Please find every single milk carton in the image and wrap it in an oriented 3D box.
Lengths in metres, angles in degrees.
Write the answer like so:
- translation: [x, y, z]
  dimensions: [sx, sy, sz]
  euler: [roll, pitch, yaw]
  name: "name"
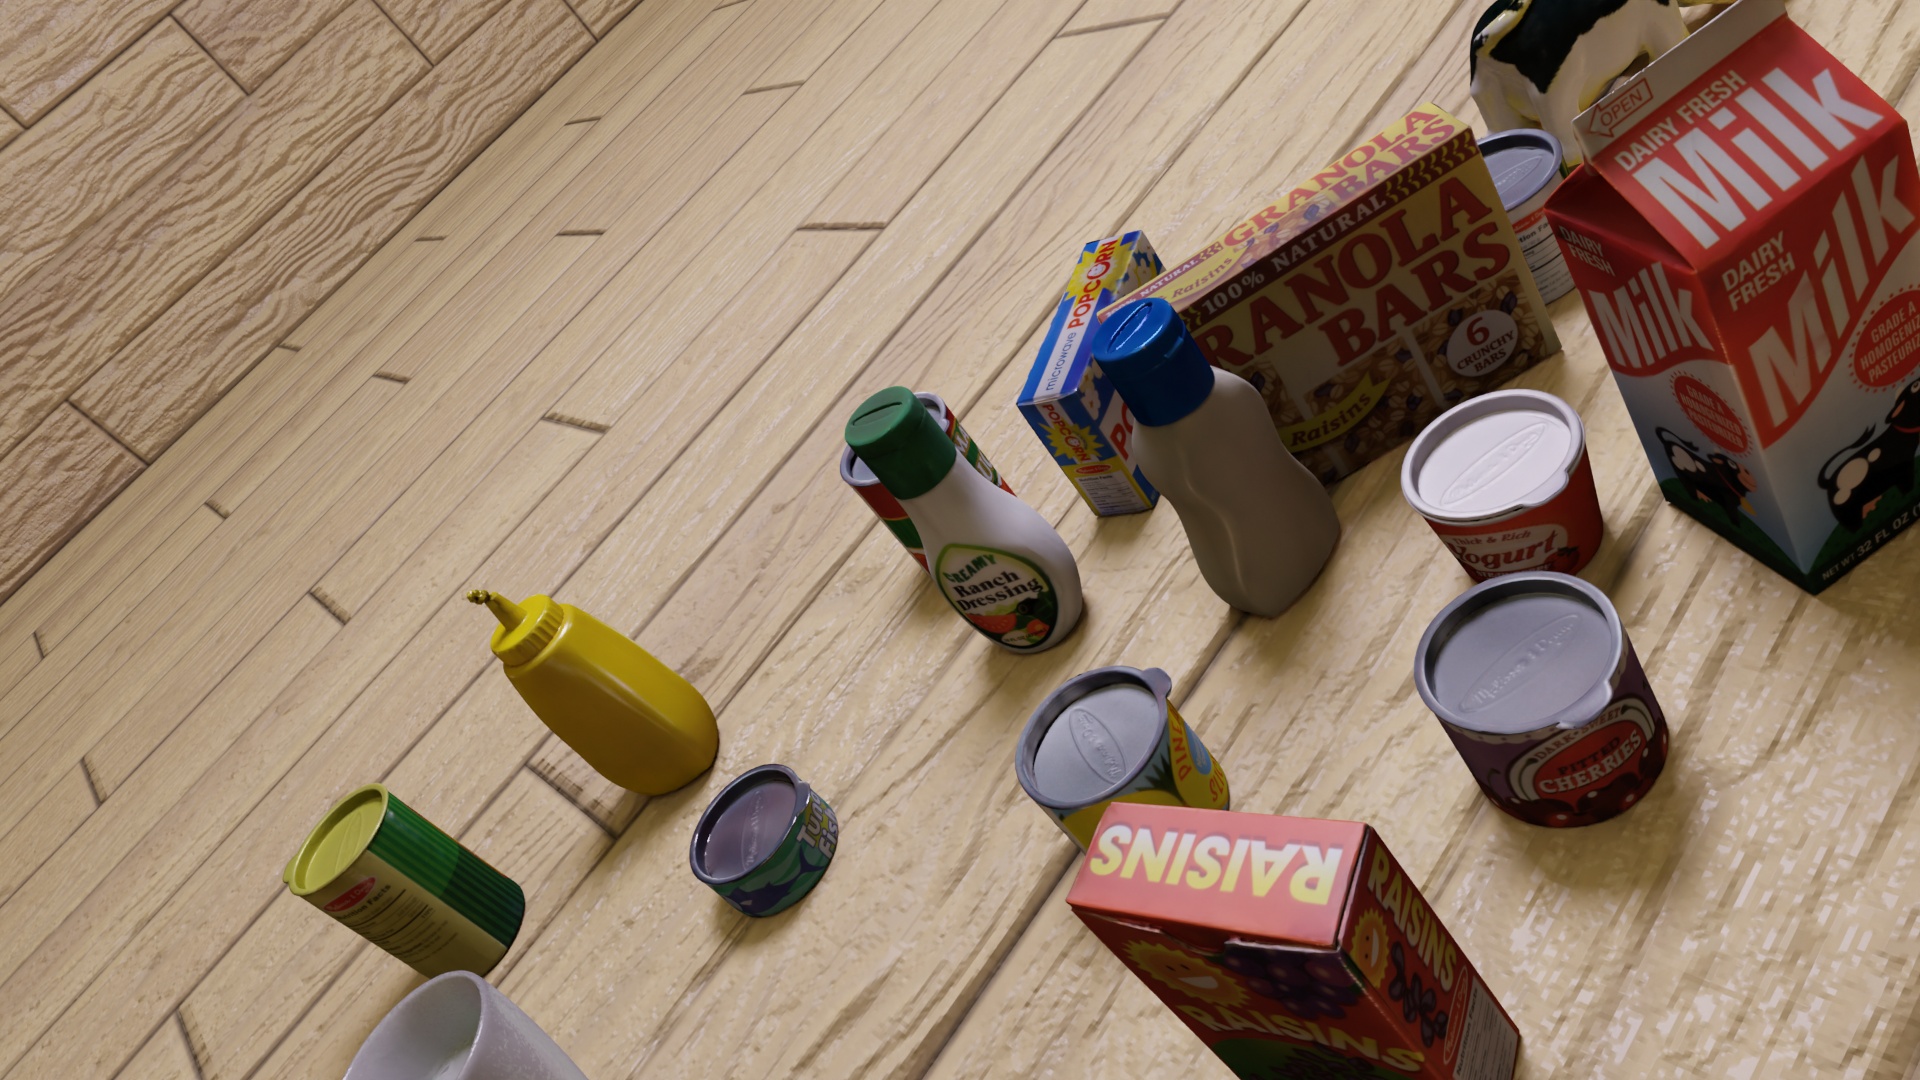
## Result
- translation: [0.253, -0.078, 0.444]
  dimensions: [0.072, 0.190, 0.074]
  euler: [-37, 33, 4]
  name: "milk carton"

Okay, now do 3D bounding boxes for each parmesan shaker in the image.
- translation: [-0.295, 0.187, 0.742]
  dimensions: [0.071, 0.102, 0.072]
  euler: [-26, 35, 20]
  name: "parmesan shaker"

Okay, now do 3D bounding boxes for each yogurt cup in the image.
- translation: [0.212, -0.017, 0.535]
  dimensions: [0.072, 0.053, 0.073]
  euler: [-26, 35, 20]
  name: "yogurt cup"

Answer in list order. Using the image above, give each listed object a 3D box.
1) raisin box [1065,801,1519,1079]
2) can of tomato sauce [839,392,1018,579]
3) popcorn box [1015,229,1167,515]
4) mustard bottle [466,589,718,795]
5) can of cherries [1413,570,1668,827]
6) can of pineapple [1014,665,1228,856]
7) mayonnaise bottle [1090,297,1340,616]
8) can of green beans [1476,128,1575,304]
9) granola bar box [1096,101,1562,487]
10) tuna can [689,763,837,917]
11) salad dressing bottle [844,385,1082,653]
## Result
- translation: [0.100, 0.127, 0.409]
  dimensions: [0.086, 0.123, 0.040]
  euler: [-4, 47, 42]
  name: "raisin box"
- translation: [-0.012, -0.027, 0.740]
  dimensions: [0.071, 0.083, 0.071]
  euler: [-26, 35, 20]
  name: "can of tomato sauce"
- translation: [0.081, -0.087, 0.717]
  dimensions: [0.038, 0.085, 0.127]
  euler: [-10, 43, 38]
  name: "popcorn box"
- translation: [-0.196, 0.072, 0.730]
  dimensions: [0.065, 0.159, 0.049]
  euler: [-27, 35, 19]
  name: "mustard bottle"
- translation: [0.195, 0.055, 0.463]
  dimensions: [0.071, 0.058, 0.072]
  euler: [-26, 35, 20]
  name: "can of cherries"
- translation: [0.066, 0.092, 0.546]
  dimensions: [0.071, 0.057, 0.071]
  euler: [-26, 35, 20]
  name: "can of pineapple"
- translation: [0.105, -0.035, 0.576]
  dimensions: [0.065, 0.147, 0.041]
  euler: [-50, 34, -16]
  name: "mayonnaise bottle"
- translation: [0.254, -0.147, 0.646]
  dimensions: [0.071, 0.057, 0.071]
  euler: [-26, 35, 20]
  name: "can of green beans"
- translation: [0.162, -0.092, 0.610]
  dimensions: [0.165, 0.124, 0.039]
  euler: [-32, 34, 12]
  name: "granola bar box"
- translation: [-0.091, 0.142, 0.662]
  dimensions: [0.071, 0.032, 0.071]
  euler: [-26, 35, 20]
  name: "tuna can"
- translation: [0.002, -0.008, 0.644]
  dimensions: [0.064, 0.147, 0.044]
  euler: [-18, 39, 30]
  name: "salad dressing bottle"
